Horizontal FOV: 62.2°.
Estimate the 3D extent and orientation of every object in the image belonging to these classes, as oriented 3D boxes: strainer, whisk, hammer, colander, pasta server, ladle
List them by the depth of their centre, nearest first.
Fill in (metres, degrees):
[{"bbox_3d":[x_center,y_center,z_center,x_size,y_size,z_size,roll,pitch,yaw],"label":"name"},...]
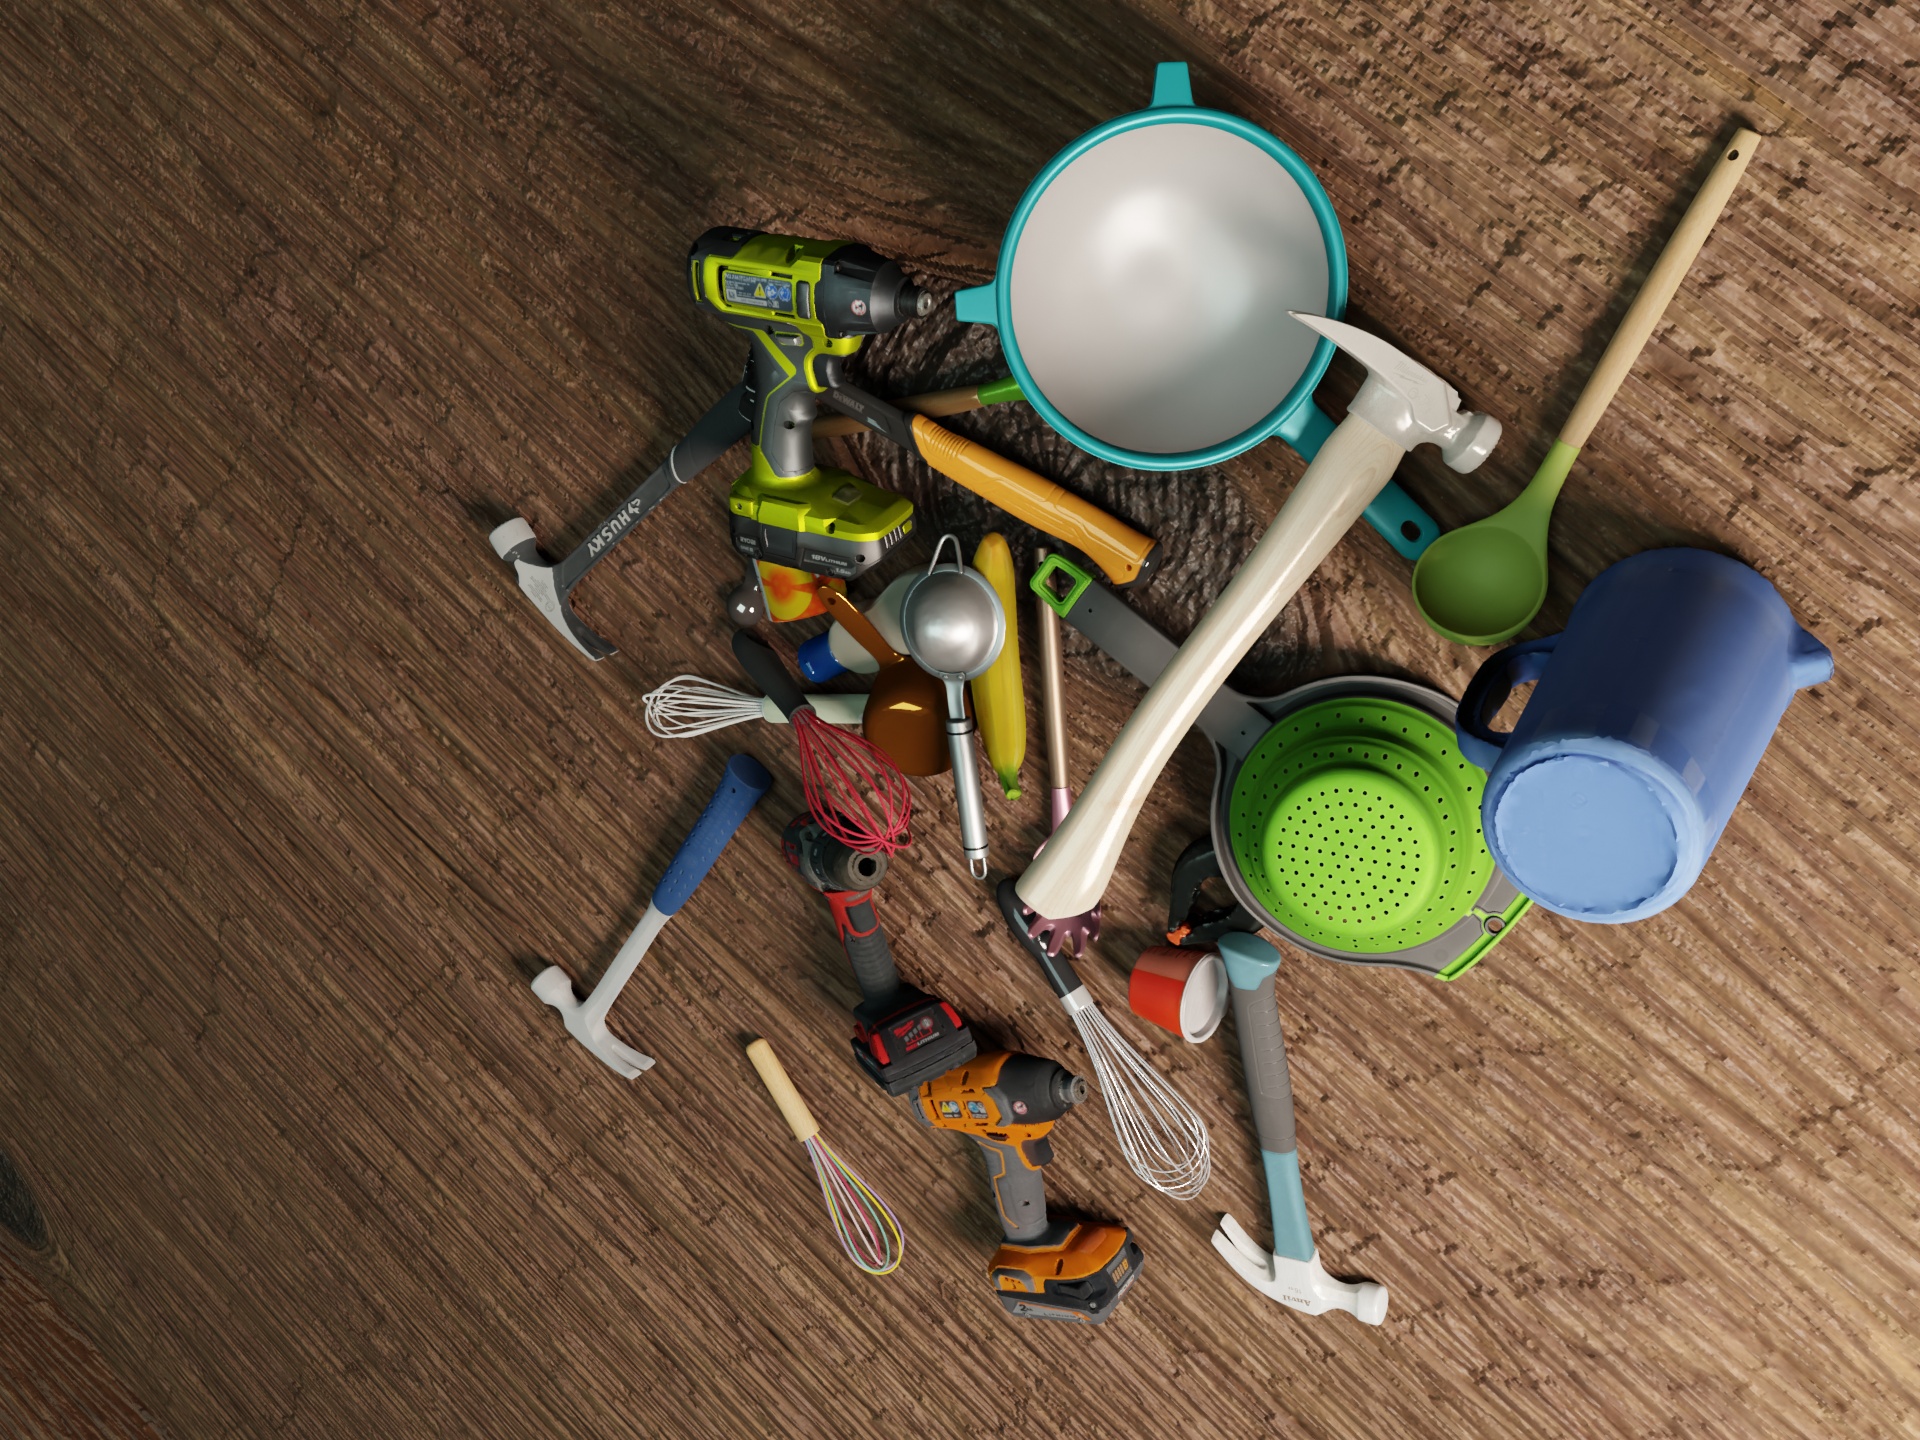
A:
[{"bbox_3d":[0.361,-0.183,0.916,0.078,0.062,0.320,38,122,26],"label":"ladle"},{"bbox_3d":[0.151,-0.051,0.987,0.146,0.038,0.410,32,104,-9],"label":"hammer"},{"bbox_3d":[0.172,-0.226,1.002,0.340,0.095,0.211,41,102,-14],"label":"strainer"},{"bbox_3d":[0.195,0.024,1.045,0.397,0.094,0.204,39,111,9],"label":"colander"},{"bbox_3d":[-0.005,-0.196,1.126,0.337,0.034,0.127,31,133,10],"label":"hammer"},{"bbox_3d":[-0.002,-0.004,1.152,0.087,0.050,0.258,1,108,29],"label":"strainer"},{"bbox_3d":[0.236,0.305,1.182,0.128,0.033,0.330,2,116,32],"label":"hammer"},{"bbox_3d":[0.071,0.026,1.190,0.060,0.040,0.316,0,108,16],"label":"pasta server"},{"bbox_3d":[-0.114,0.007,1.220,0.296,0.073,0.073,49,133,45],"label":"whisk"},{"bbox_3d":[0.107,0.247,1.244,0.070,0.070,0.285,-37,82,36],"label":"whisk"},{"bbox_3d":[-0.237,-0.194,1.298,0.409,0.036,0.149,-33,91,36],"label":"hammer"},{"bbox_3d":[-0.164,-0.011,1.321,0.246,0.059,0.057,1,152,28],"label":"whisk"},{"bbox_3d":[-0.131,0.403,1.464,0.047,0.051,0.245,-35,86,42],"label":"whisk"},{"bbox_3d":[-0.274,0.181,1.468,0.144,0.035,0.405,44,125,10],"label":"hammer"}]

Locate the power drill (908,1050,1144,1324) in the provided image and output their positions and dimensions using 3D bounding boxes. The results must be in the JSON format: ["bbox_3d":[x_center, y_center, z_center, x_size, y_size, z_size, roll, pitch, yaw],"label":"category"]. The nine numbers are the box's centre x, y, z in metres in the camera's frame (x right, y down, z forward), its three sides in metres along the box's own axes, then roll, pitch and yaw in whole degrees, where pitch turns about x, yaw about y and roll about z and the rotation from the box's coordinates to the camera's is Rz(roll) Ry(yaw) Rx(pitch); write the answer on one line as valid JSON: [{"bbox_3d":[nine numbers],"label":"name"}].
[{"bbox_3d":[0.065,0.371,1.290,0.164,0.084,0.226,-14,103,41],"label":"power drill"}]

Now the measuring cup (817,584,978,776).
[{"bbox_3d":[-0.057,-0.027,1.197,0.095,0.052,0.173,-24,122,32],"label":"measuring cup"}]

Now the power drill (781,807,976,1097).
[{"bbox_3d":[-0.068,0.178,1.266,0.226,0.080,0.188,68,164,-8],"label":"power drill"}]

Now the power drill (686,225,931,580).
[{"bbox_3d":[-0.096,-0.217,1.094,0.171,0.080,0.223,15,126,23],"label":"power drill"}]

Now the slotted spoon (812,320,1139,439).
[{"bbox_3d":[-0.005,-0.232,1.143,0.314,0.031,0.070,-4,109,35],"label":"slotted spoon"}]

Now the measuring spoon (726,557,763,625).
[{"bbox_3d":[-0.168,-0.130,1.289,0.034,0.018,0.124,30,121,19],"label":"measuring spoon"}]
